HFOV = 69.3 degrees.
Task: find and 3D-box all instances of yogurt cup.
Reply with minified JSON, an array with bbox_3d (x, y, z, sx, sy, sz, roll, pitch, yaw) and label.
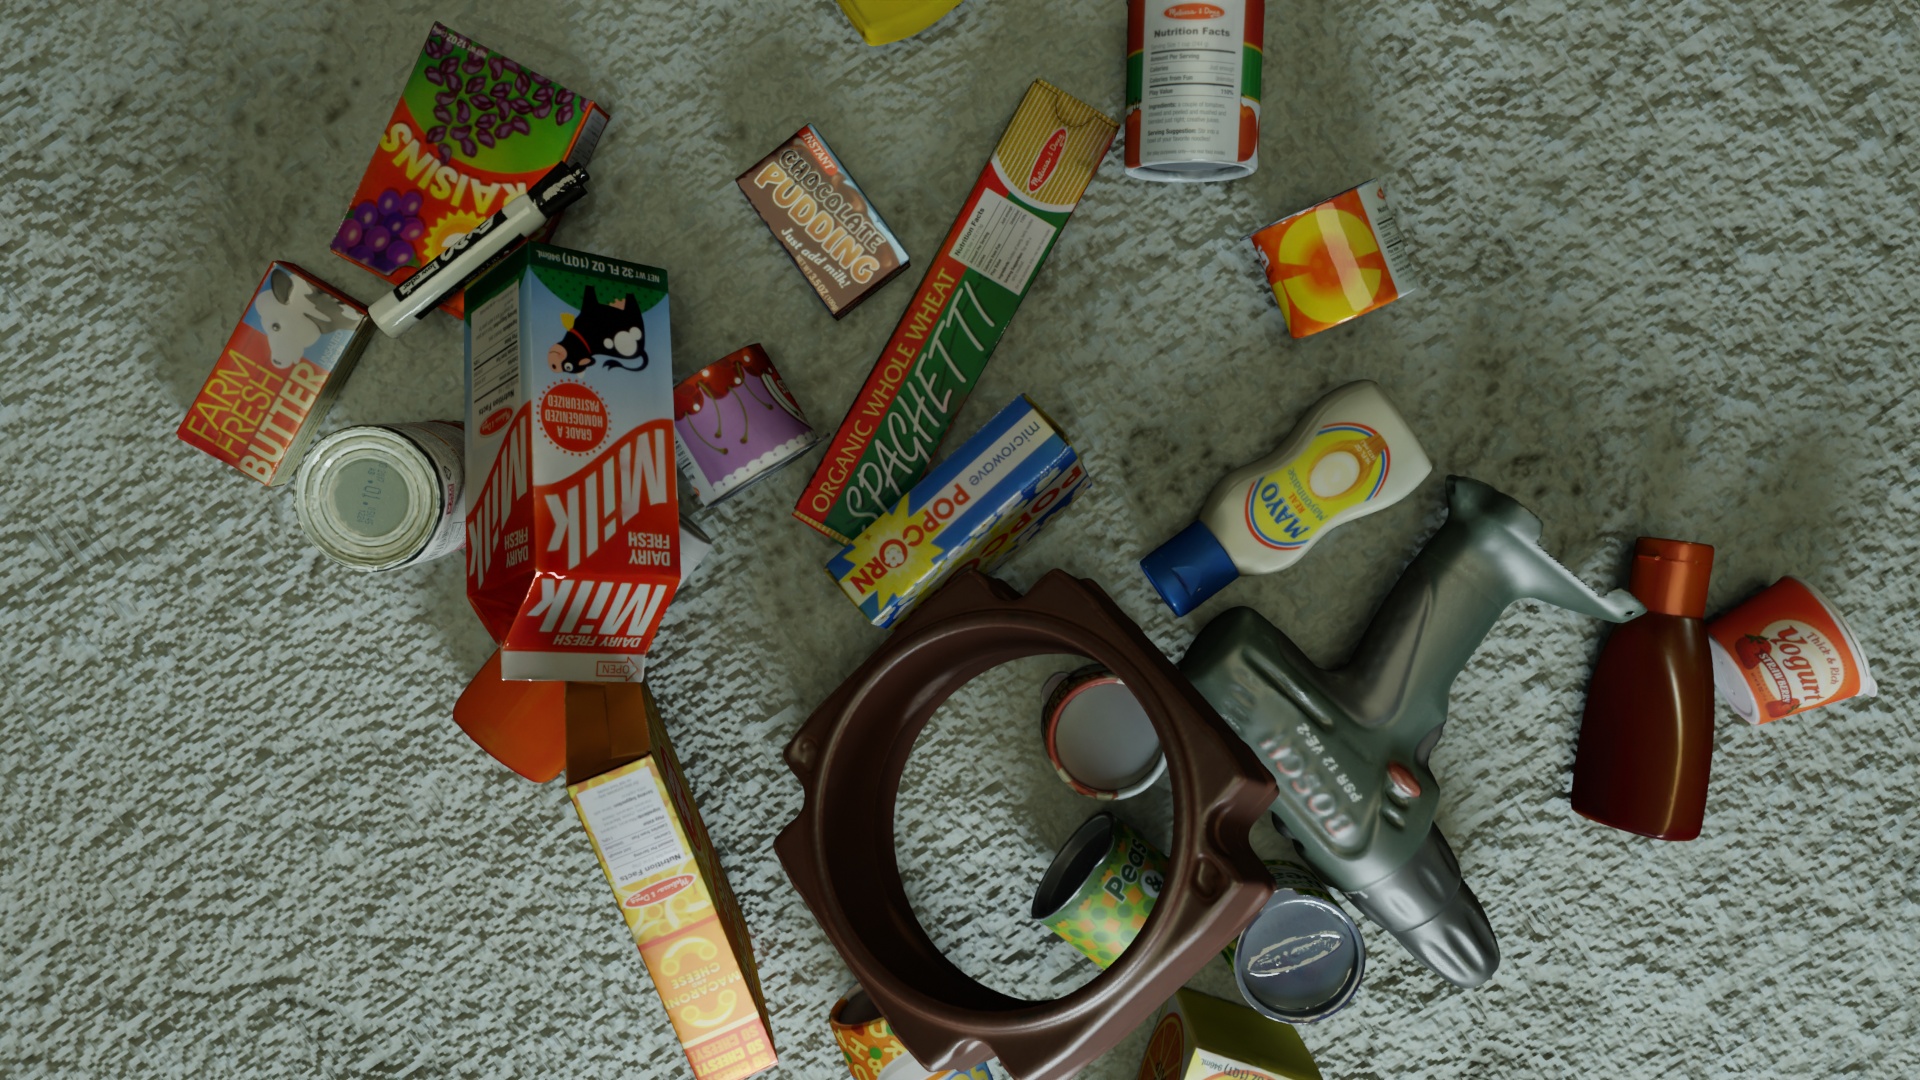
[{"bbox_3d":[0.416,0.059,0.708,0.054,0.072,0.072,-27,95,9],"label":"yogurt cup"}]

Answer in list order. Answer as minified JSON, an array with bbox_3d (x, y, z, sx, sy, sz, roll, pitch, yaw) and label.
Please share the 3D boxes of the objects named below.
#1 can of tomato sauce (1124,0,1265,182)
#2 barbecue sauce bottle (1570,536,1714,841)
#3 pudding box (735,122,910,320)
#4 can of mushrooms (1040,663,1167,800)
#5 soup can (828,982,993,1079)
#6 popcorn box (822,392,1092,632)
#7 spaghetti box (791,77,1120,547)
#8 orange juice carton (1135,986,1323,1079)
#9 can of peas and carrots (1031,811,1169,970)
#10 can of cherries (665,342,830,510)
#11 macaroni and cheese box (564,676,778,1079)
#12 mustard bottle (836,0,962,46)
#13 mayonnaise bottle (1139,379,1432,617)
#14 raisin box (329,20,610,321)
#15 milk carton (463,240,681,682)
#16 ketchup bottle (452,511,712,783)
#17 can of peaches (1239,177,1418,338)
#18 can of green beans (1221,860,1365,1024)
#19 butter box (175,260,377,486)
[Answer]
[{"bbox_3d":[0.113,-0.221,0.677,0.071,0.071,0.083,1,95,-2],"label":"can of tomato sauce"},{"bbox_3d":[0.353,0.073,0.708,0.044,0.065,0.148,7,92,-26],"label":"barbecue sauce bottle"},{"bbox_3d":[-0.068,-0.158,0.693,0.049,0.030,0.083,-36,95,1],"label":"pudding box"},{"bbox_3d":[0.074,0.097,0.716,0.071,0.033,0.071,0,96,-1],"label":"can of mushrooms"},{"bbox_3d":[-0.021,0.268,0.709,0.071,0.071,0.083,-23,95,1],"label":"soup can"},{"bbox_3d":[0.002,-0.008,0.677,0.126,0.085,0.038,-41,75,2],"label":"popcorn box"},{"bbox_3d":[-0.004,-0.109,0.699,0.050,0.029,0.250,30,93,-4],"label":"spaghetti box"},{"bbox_3d":[0.116,0.341,0.718,0.072,0.073,0.192,19,94,-3],"label":"orange juice carton"},{"bbox_3d":[0.080,0.181,0.705,0.059,0.071,0.071,38,93,-5],"label":"can of peas and carrots"},{"bbox_3d":[-0.109,-0.058,0.683,0.071,0.071,0.058,-31,94,1],"label":"can of cherries"},{"bbox_3d":[-0.138,0.152,0.651,0.040,0.124,0.166,-20,109,-10],"label":"macaroni and cheese box"},{"bbox_3d":[0.007,-0.308,0.673,0.160,0.049,0.065,-36,97,2],"label":"mustard bottle"},{"bbox_3d":[0.161,-0.017,0.705,0.148,0.041,0.064,-36,95,1],"label":"mayonnaise bottle"},{"bbox_3d":[-0.240,-0.176,0.683,0.086,0.040,0.123,27,94,-4],"label":"raisin box"},{"bbox_3d":[-0.179,-0.030,0.637,0.072,0.073,0.191,6,74,-42],"label":"milk carton"},{"bbox_3d":[-0.185,0.048,0.700,0.064,0.043,0.148,40,93,-7],"label":"ketchup bottle"},{"bbox_3d":[0.182,-0.137,0.685,0.071,0.071,0.058,-24,96,1],"label":"can of peaches"},{"bbox_3d":[0.167,0.205,0.715,0.071,0.058,0.071,0,95,-1],"label":"can of green beans"},{"bbox_3d":[-0.340,-0.083,0.695,0.053,0.024,0.103,31,93,-4],"label":"butter box"}]
